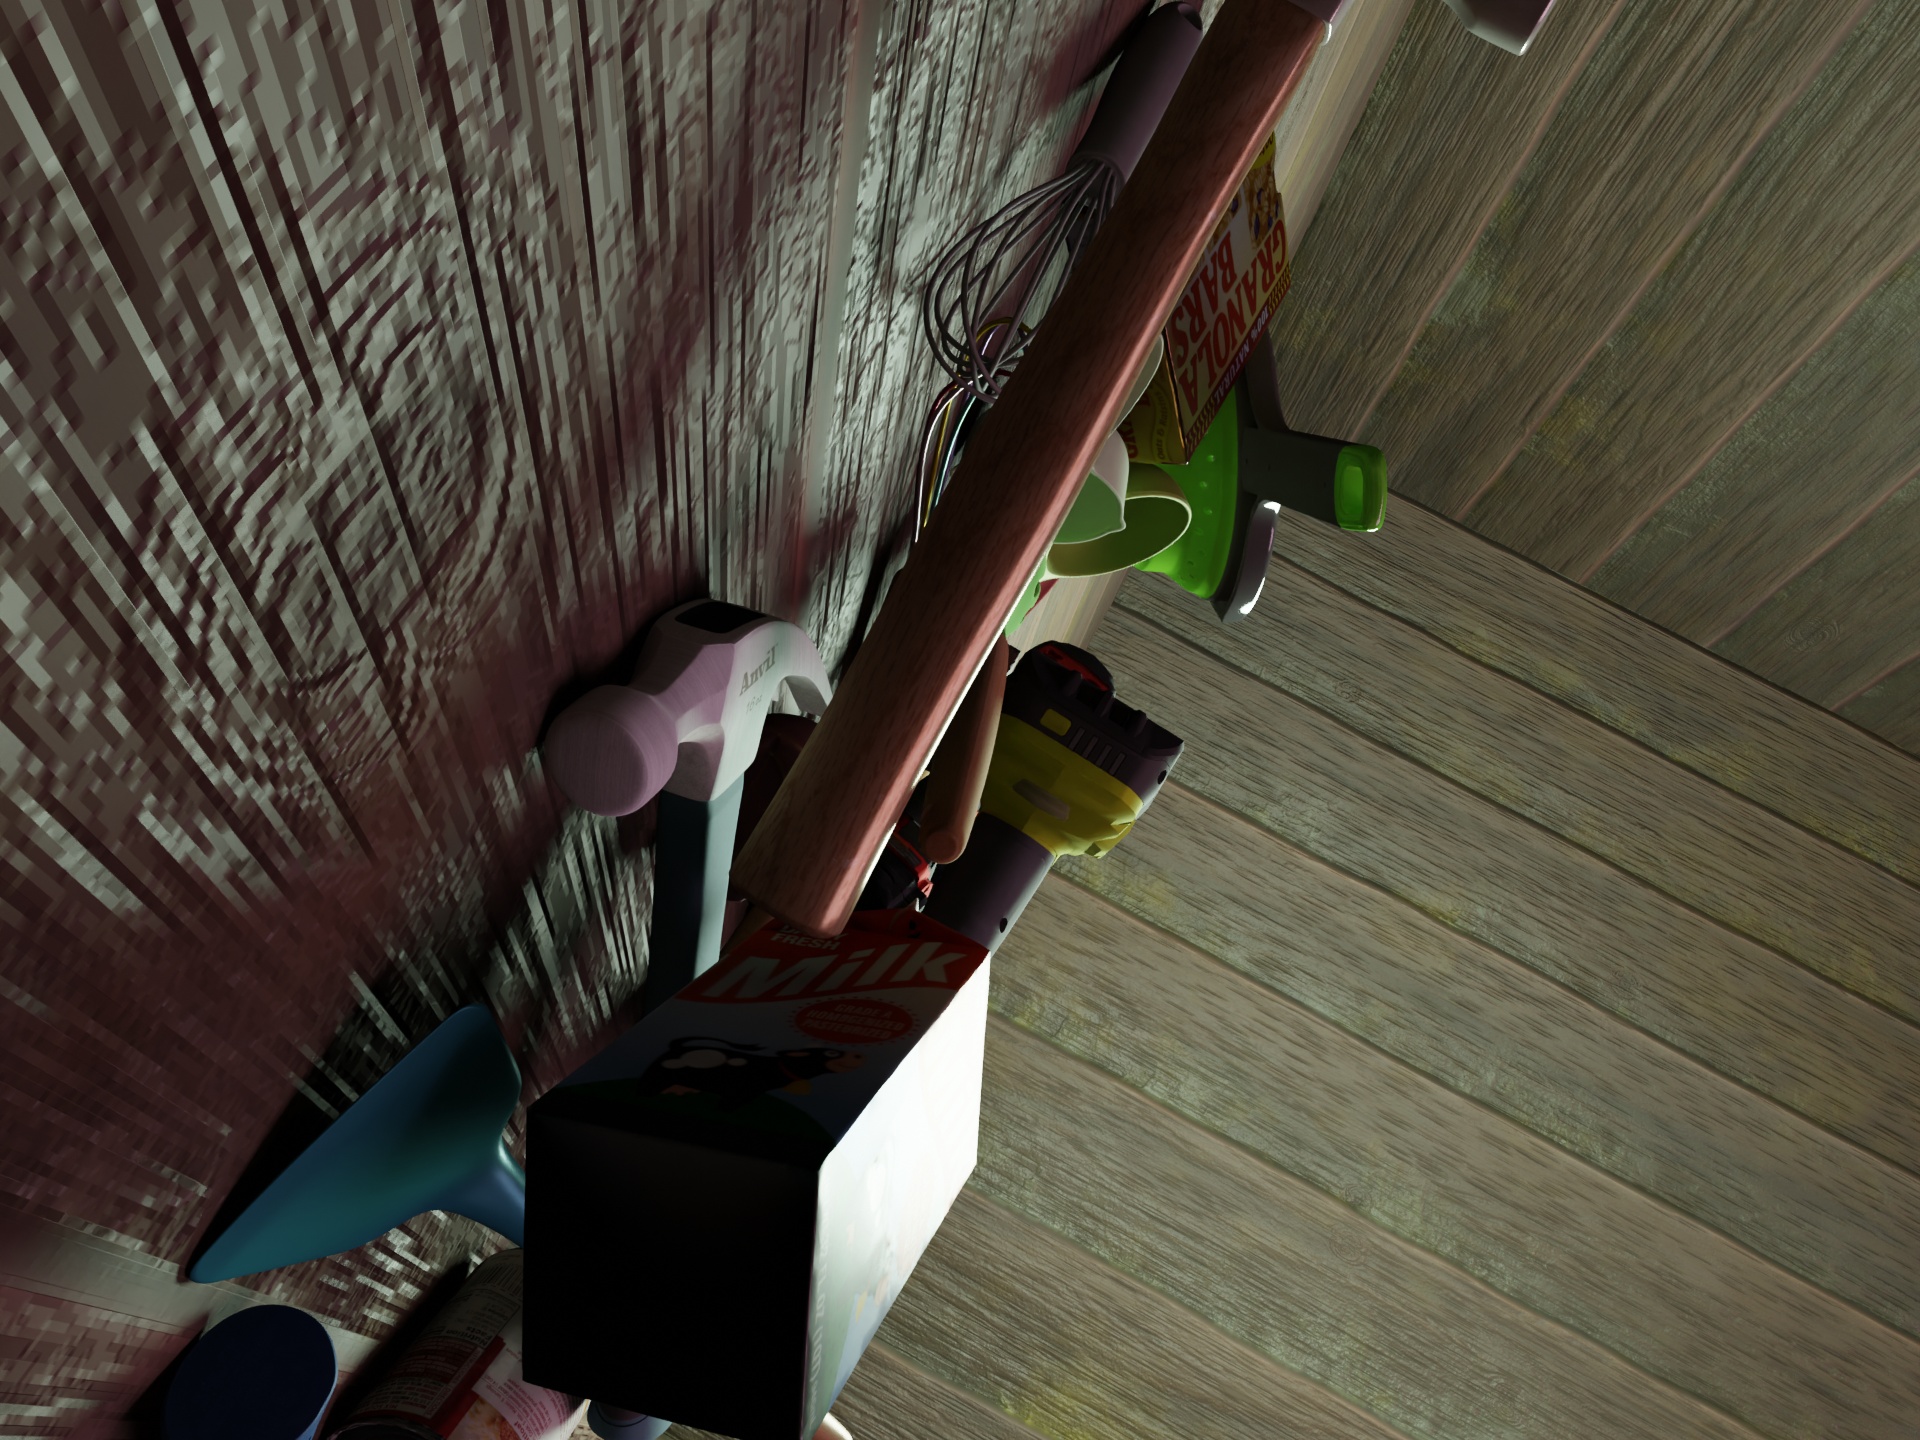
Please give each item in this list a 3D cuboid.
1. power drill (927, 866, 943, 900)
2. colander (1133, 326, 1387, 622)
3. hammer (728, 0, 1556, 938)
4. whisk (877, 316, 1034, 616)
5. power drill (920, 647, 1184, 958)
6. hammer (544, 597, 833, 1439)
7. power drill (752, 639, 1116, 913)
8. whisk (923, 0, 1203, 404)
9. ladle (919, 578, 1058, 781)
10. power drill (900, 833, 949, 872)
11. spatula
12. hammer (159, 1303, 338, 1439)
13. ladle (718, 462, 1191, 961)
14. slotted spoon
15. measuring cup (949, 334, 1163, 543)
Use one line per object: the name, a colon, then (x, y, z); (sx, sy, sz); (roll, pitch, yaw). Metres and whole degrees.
power drill: (-0.088, 0.209, 1.090); (0.226, 0.084, 0.185); (-49, 171, -20)
colander: (0.120, -0.138, 0.842); (0.397, 0.094, 0.204); (-110, -163, -76)
hammer: (0.028, -0.092, 0.433); (0.331, 0.130, 0.031); (-60, 175, 2)
whisk: (-0.011, -0.068, 0.665); (0.051, 0.047, 0.244); (-59, 178, -40)
power drill: (-0.002, 0.090, 0.646); (0.228, 0.080, 0.190); (-58, 177, -10)
hammer: (-0.092, 0.113, 0.503); (0.128, 0.033, 0.330); (-53, 158, -58)
power drill: (-0.008, 0.058, 0.850); (0.220, 0.078, 0.143); (-38, 160, -39)
whisk: (0.045, -0.193, 0.560); (0.055, 0.055, 0.239); (111, 4, -54)
ladle: (-0.014, 0.009, 1.139); (0.315, 0.031, 0.069); (-59, 172, -12)
power drill: (-0.038, 0.131, 1.292); (0.188, 0.080, 0.227); (-62, 178, 7)
spatula: (-0.095, 0.177, 0.470); (0.082, 0.044, 0.317); (-45, 137, -15)
hammer: (-0.230, 0.301, 0.477); (0.405, 0.035, 0.144); (-65, 174, 33)
ladle: (-0.001, -0.002, 0.745); (0.320, 0.062, 0.078); (-52, 166, -16)
slotted spoon: (0.008, -0.017, 0.590); (0.070, 0.031, 0.314); (-57, -173, 19)
measuring cup: (0.050, -0.129, 0.669); (0.167, 0.083, 0.038); (129, -25, -64)
